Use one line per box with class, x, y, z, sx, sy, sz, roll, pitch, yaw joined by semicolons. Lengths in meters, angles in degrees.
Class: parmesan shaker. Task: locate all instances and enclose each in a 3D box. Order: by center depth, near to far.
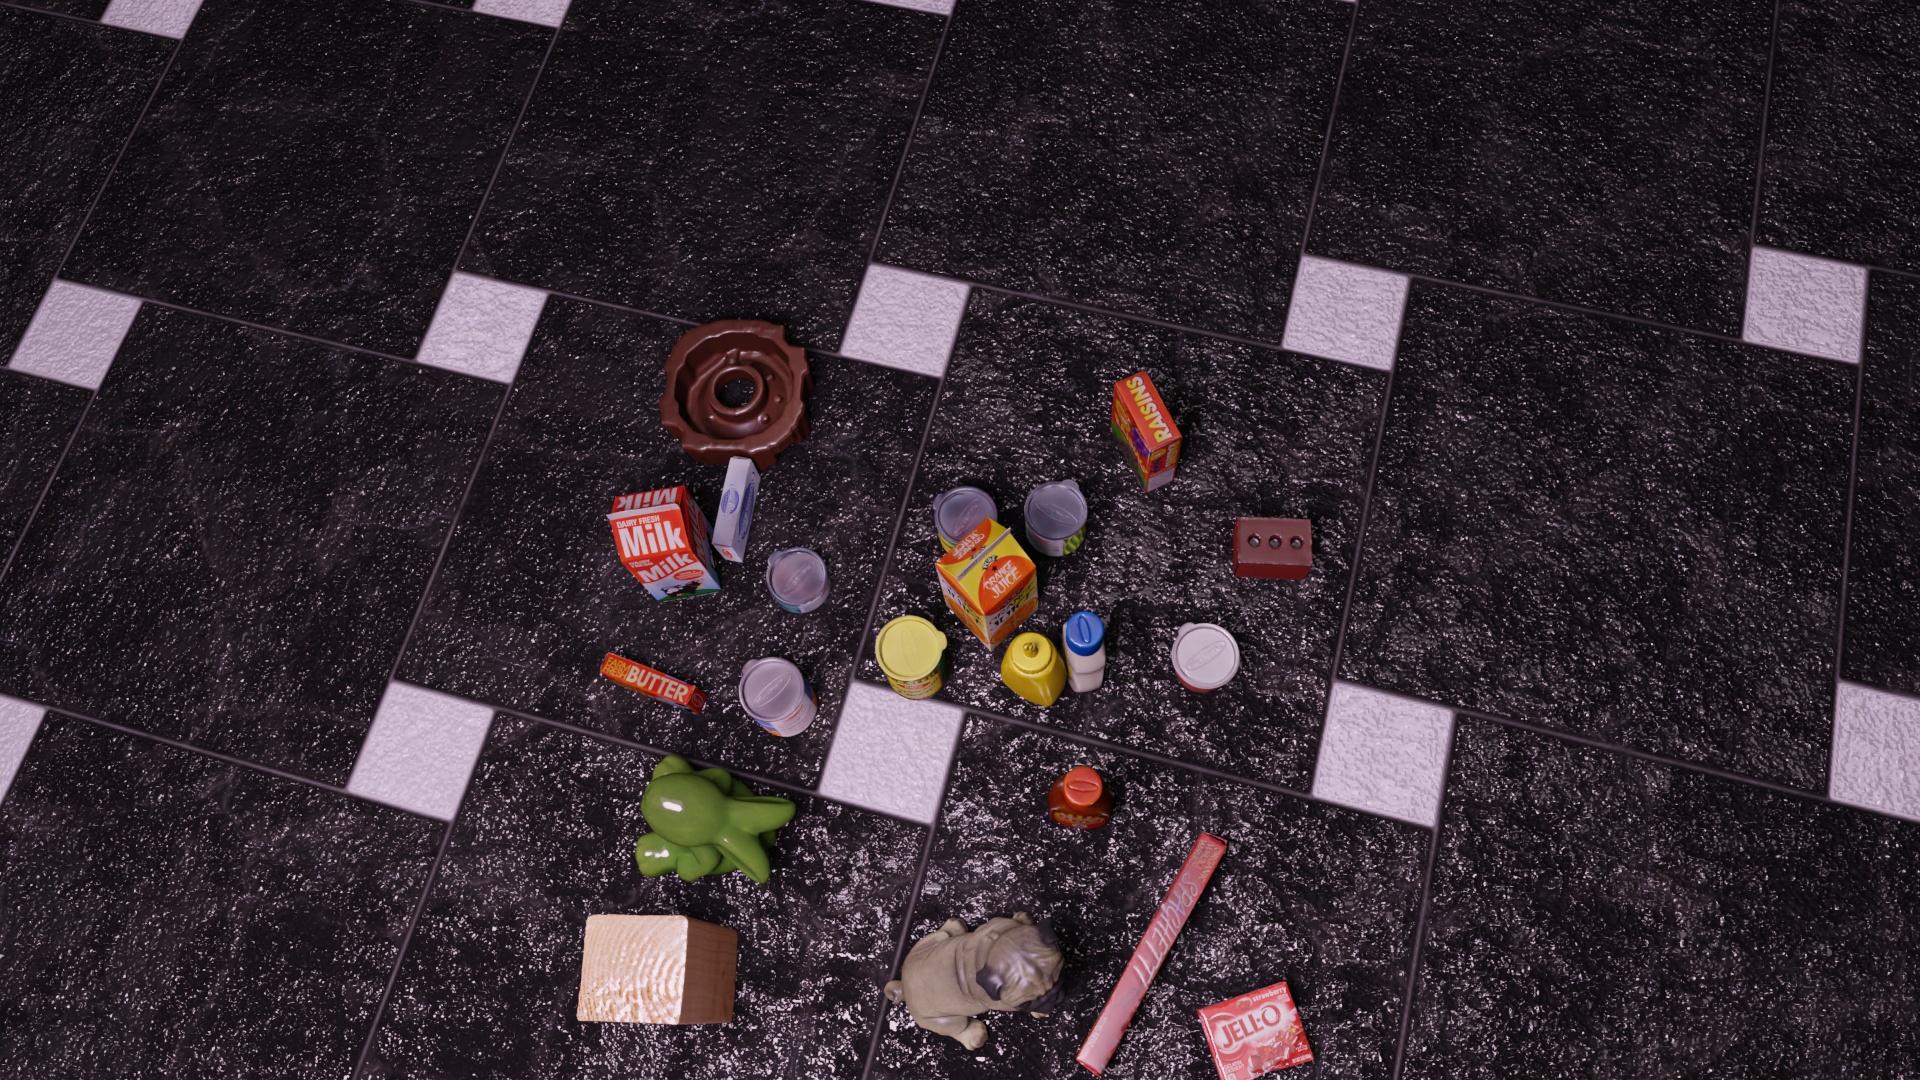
parmesan shaker;-0.045;0.121;1.415;0.071;0.102;0.071;-1;71;4

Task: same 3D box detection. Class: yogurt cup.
yogurt cup;0.249;0.123;1.421;0.072;0.053;0.072;-1;71;4

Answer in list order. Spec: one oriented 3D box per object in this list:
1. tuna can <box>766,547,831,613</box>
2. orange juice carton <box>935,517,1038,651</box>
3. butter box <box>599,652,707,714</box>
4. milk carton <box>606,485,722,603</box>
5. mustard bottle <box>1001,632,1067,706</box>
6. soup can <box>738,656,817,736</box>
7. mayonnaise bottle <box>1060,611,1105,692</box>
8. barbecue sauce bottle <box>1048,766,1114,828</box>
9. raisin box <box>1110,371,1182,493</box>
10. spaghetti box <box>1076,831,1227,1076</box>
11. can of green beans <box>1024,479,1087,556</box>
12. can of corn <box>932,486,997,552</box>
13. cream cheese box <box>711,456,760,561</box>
tuna can;-0.175;0.041;1.489;0.071;0.032;0.071;-1;71;3
orange juice carton;0.028;0.041;1.391;0.072;0.192;0.073;-41;73;-10
butter box;-0.320;0.150;1.450;0.103;0.053;0.024;20;74;10
milk carton;-0.302;0.000;1.429;0.072;0.190;0.073;-10;71;1
mustard bottle;0.073;0.123;1.376;0.065;0.159;0.049;27;75;12
soup can;-0.187;0.159;1.422;0.071;0.083;0.071;-1;71;4
mayonnaise bottle;0.122;0.107;1.385;0.041;0.147;0.065;-14;71;-1
barbecue sauce bottle;0.117;0.247;1.336;0.065;0.148;0.044;5;72;6
raisin box;0.195;-0.114;1.470;0.040;0.123;0.086;-23;71;-4
spaghetti box;0.184;0.393;1.333;0.029;0.050;0.251;29;75;13
can of green beans;0.102;-0.022;1.479;0.071;0.057;0.071;-1;71;4
can of corn;0.005;-0.019;1.484;0.071;0.058;0.071;-1;71;4
cream cheese box;-0.243;-0.034;1.509;0.024;0.053;0.104;7;72;6
